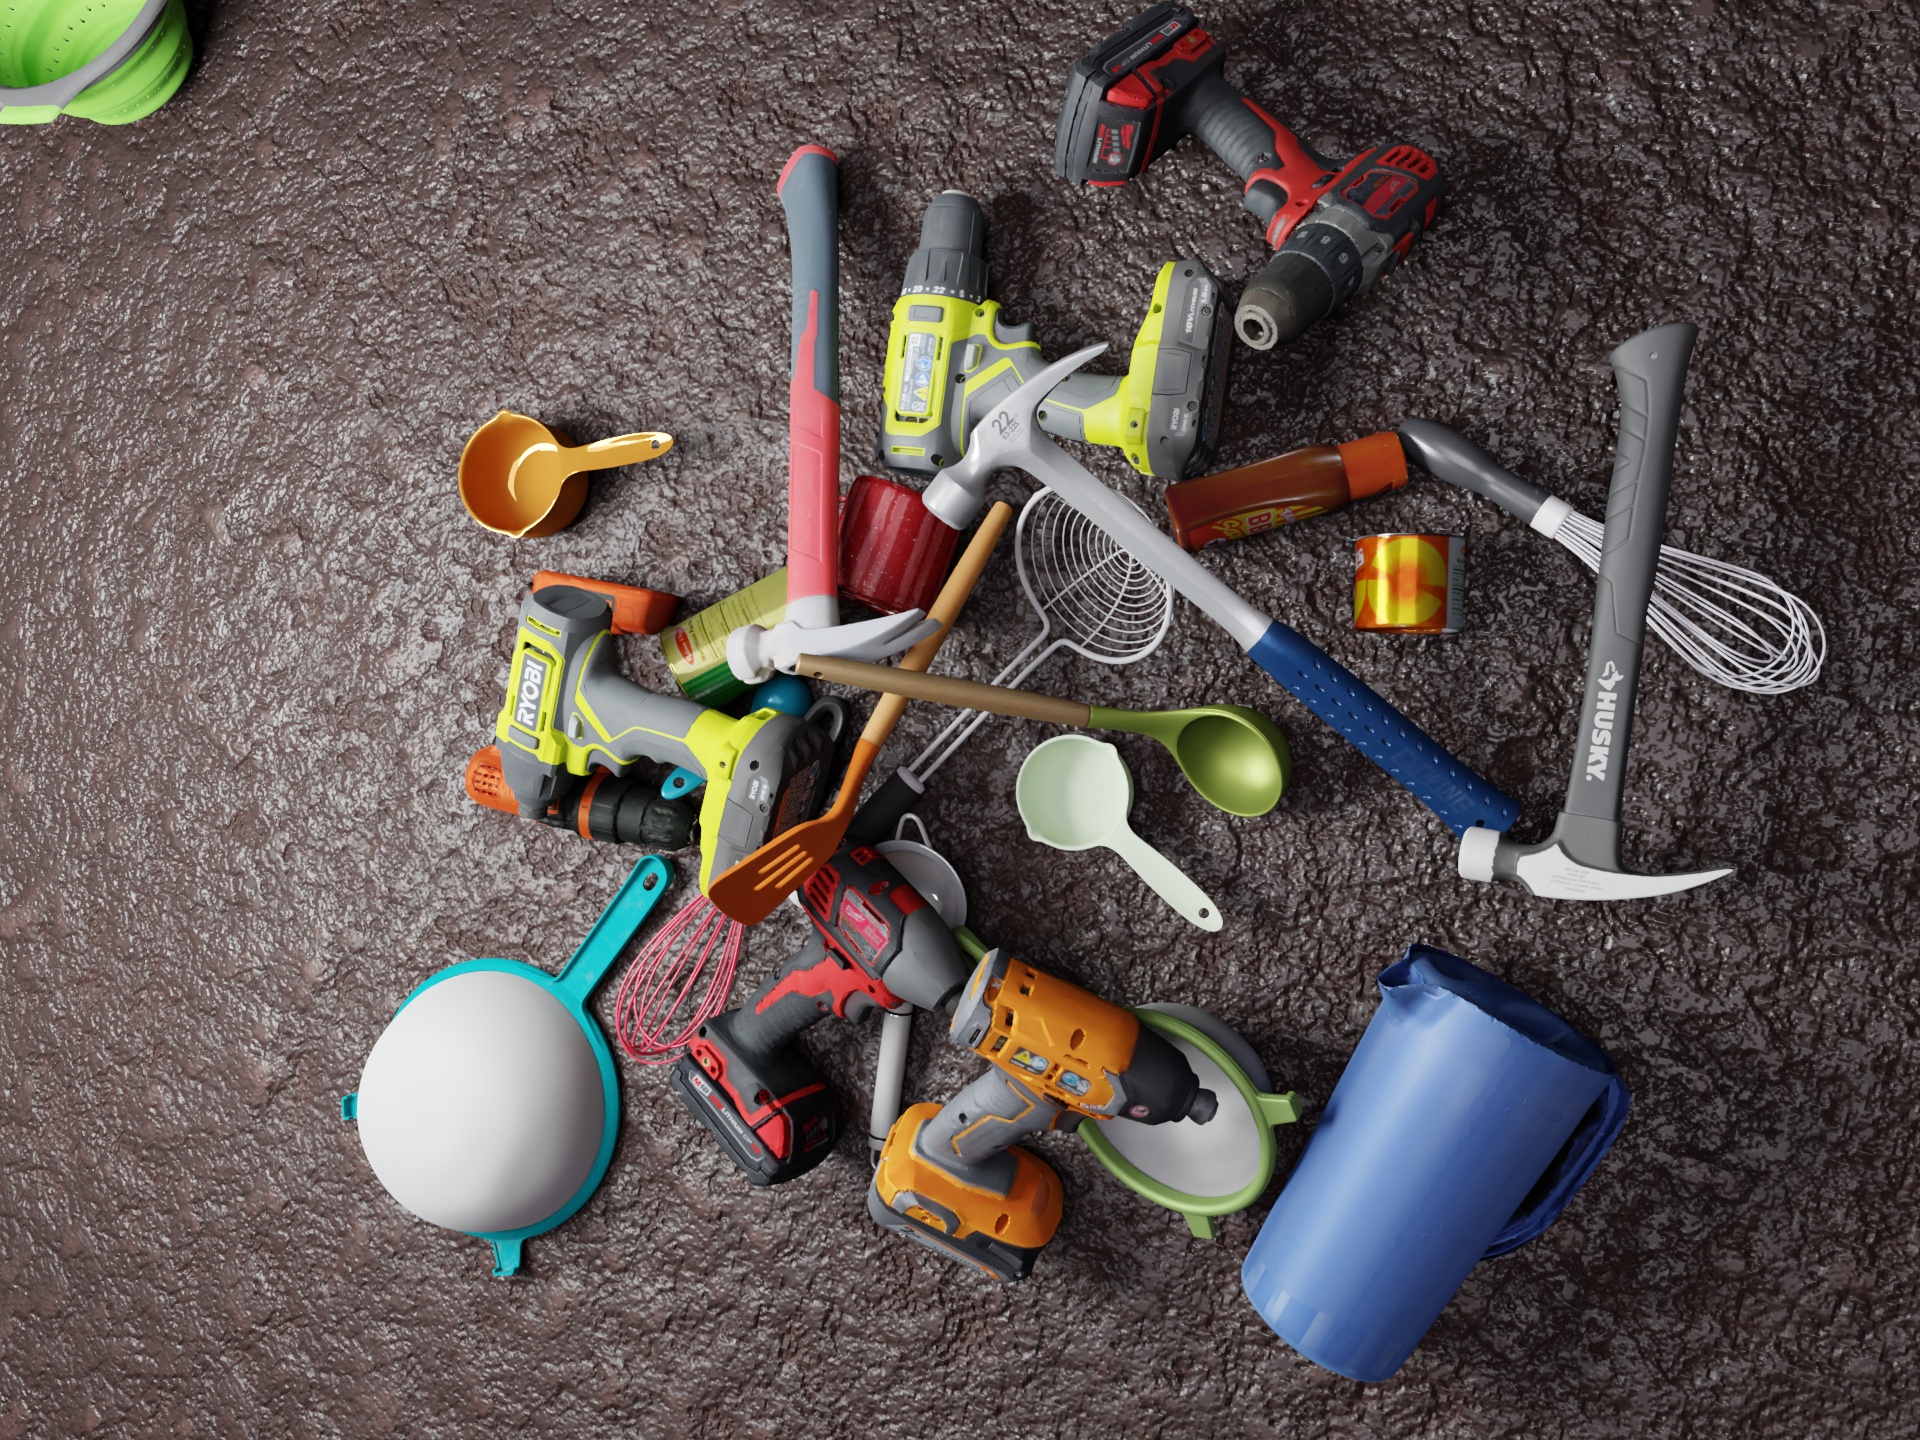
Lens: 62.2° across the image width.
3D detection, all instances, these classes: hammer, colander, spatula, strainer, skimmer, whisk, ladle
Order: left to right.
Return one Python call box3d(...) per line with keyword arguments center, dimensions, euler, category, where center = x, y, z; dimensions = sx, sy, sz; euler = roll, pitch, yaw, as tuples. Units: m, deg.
box3d(center=(-0.666, -0.623, 1.287), dimensions=(0.204, 0.094, 0.397), euler=(10, 74, 17), category="colander")
box3d(center=(-0.325, 0.234, 1.150), dimensions=(0.211, 0.095, 0.340), euler=(40, 101, 14), category="strainer")
box3d(center=(-0.157, 0.112, 1.123), dimensions=(0.073, 0.073, 0.296), euler=(30, 91, 15), category="whisk")
box3d(center=(-0.084, -0.219, 1.056), dimensions=(0.143, 0.038, 0.387), euler=(-11, 69, 26), category="hammer")
box3d(center=(-0.054, -0.009, 1.021), dimensions=(0.041, 0.081, 0.323), euler=(23, 75, 23), category="spatula")
box3d(center=(-0.041, 0.187, 1.093), dimensions=(0.087, 0.050, 0.258), euler=(10, 97, 20), category="strainer")
box3d(center=(-0.002, -0.003, 1.057), dimensions=(0.363, 0.090, 0.127), euler=(-46, 77, 11), category="skimmer")
box3d(center=(0.054, 0.002, 0.993), dimensions=(0.320, 0.078, 0.062), euler=(10, 49, -10), category="ladle")
box3d(center=(0.103, 0.204, 1.029), dimensions=(0.256, 0.069, 0.151), euler=(37, 132, 19), category="strainer")
box3d(center=(0.177, -0.063, 0.965), dimensions=(0.405, 0.035, 0.144), euler=(38, 106, -5), category="hammer")
box3d(center=(0.387, -0.106, 0.962), dimensions=(0.285, 0.070, 0.070), euler=(38, 99, 20), category="whisk")
box3d(center=(0.385, -0.060, 0.912), dimensions=(0.146, 0.035, 0.335), euler=(9, 92, 29), category="hammer")

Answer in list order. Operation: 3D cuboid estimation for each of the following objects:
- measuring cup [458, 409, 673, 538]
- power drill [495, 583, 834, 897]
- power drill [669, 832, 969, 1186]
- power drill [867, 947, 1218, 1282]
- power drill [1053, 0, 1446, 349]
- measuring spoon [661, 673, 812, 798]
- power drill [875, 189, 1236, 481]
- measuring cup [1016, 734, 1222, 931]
box3d(center=(-0.280, -0.185, 1.169), dimensions=(0.173, 0.052, 0.095), euler=(-9, 86, 15), category="measuring cup")
box3d(center=(-0.208, 0.028, 1.065), dimensions=(0.223, 0.080, 0.171), euler=(26, 118, 16), category="power drill")
box3d(center=(-0.087, 0.198, 1.059), dimensions=(0.143, 0.078, 0.219), euler=(43, 112, 21), category="power drill")
box3d(center=(0.047, 0.253, 0.988), dimensions=(0.164, 0.084, 0.226), euler=(26, 128, -1), category="power drill")
box3d(center=(0.166, -0.330, 0.982), dimensions=(0.227, 0.080, 0.188), euler=(37, 61, 14), category="power drill")
box3d(center=(-0.160, 0.011, 1.119), dimensions=(0.128, 0.021, 0.042), euler=(-40, 78, -10), category="measuring spoon")
box3d(center=(0.060, -0.251, 1.053), dimensions=(0.228, 0.080, 0.190), euler=(9, 91, 20), category="power drill")
box3d(center=(0.111, 0.078, 1.050), dimensions=(0.168, 0.038, 0.083), euler=(43, 101, 12), category="measuring cup")
